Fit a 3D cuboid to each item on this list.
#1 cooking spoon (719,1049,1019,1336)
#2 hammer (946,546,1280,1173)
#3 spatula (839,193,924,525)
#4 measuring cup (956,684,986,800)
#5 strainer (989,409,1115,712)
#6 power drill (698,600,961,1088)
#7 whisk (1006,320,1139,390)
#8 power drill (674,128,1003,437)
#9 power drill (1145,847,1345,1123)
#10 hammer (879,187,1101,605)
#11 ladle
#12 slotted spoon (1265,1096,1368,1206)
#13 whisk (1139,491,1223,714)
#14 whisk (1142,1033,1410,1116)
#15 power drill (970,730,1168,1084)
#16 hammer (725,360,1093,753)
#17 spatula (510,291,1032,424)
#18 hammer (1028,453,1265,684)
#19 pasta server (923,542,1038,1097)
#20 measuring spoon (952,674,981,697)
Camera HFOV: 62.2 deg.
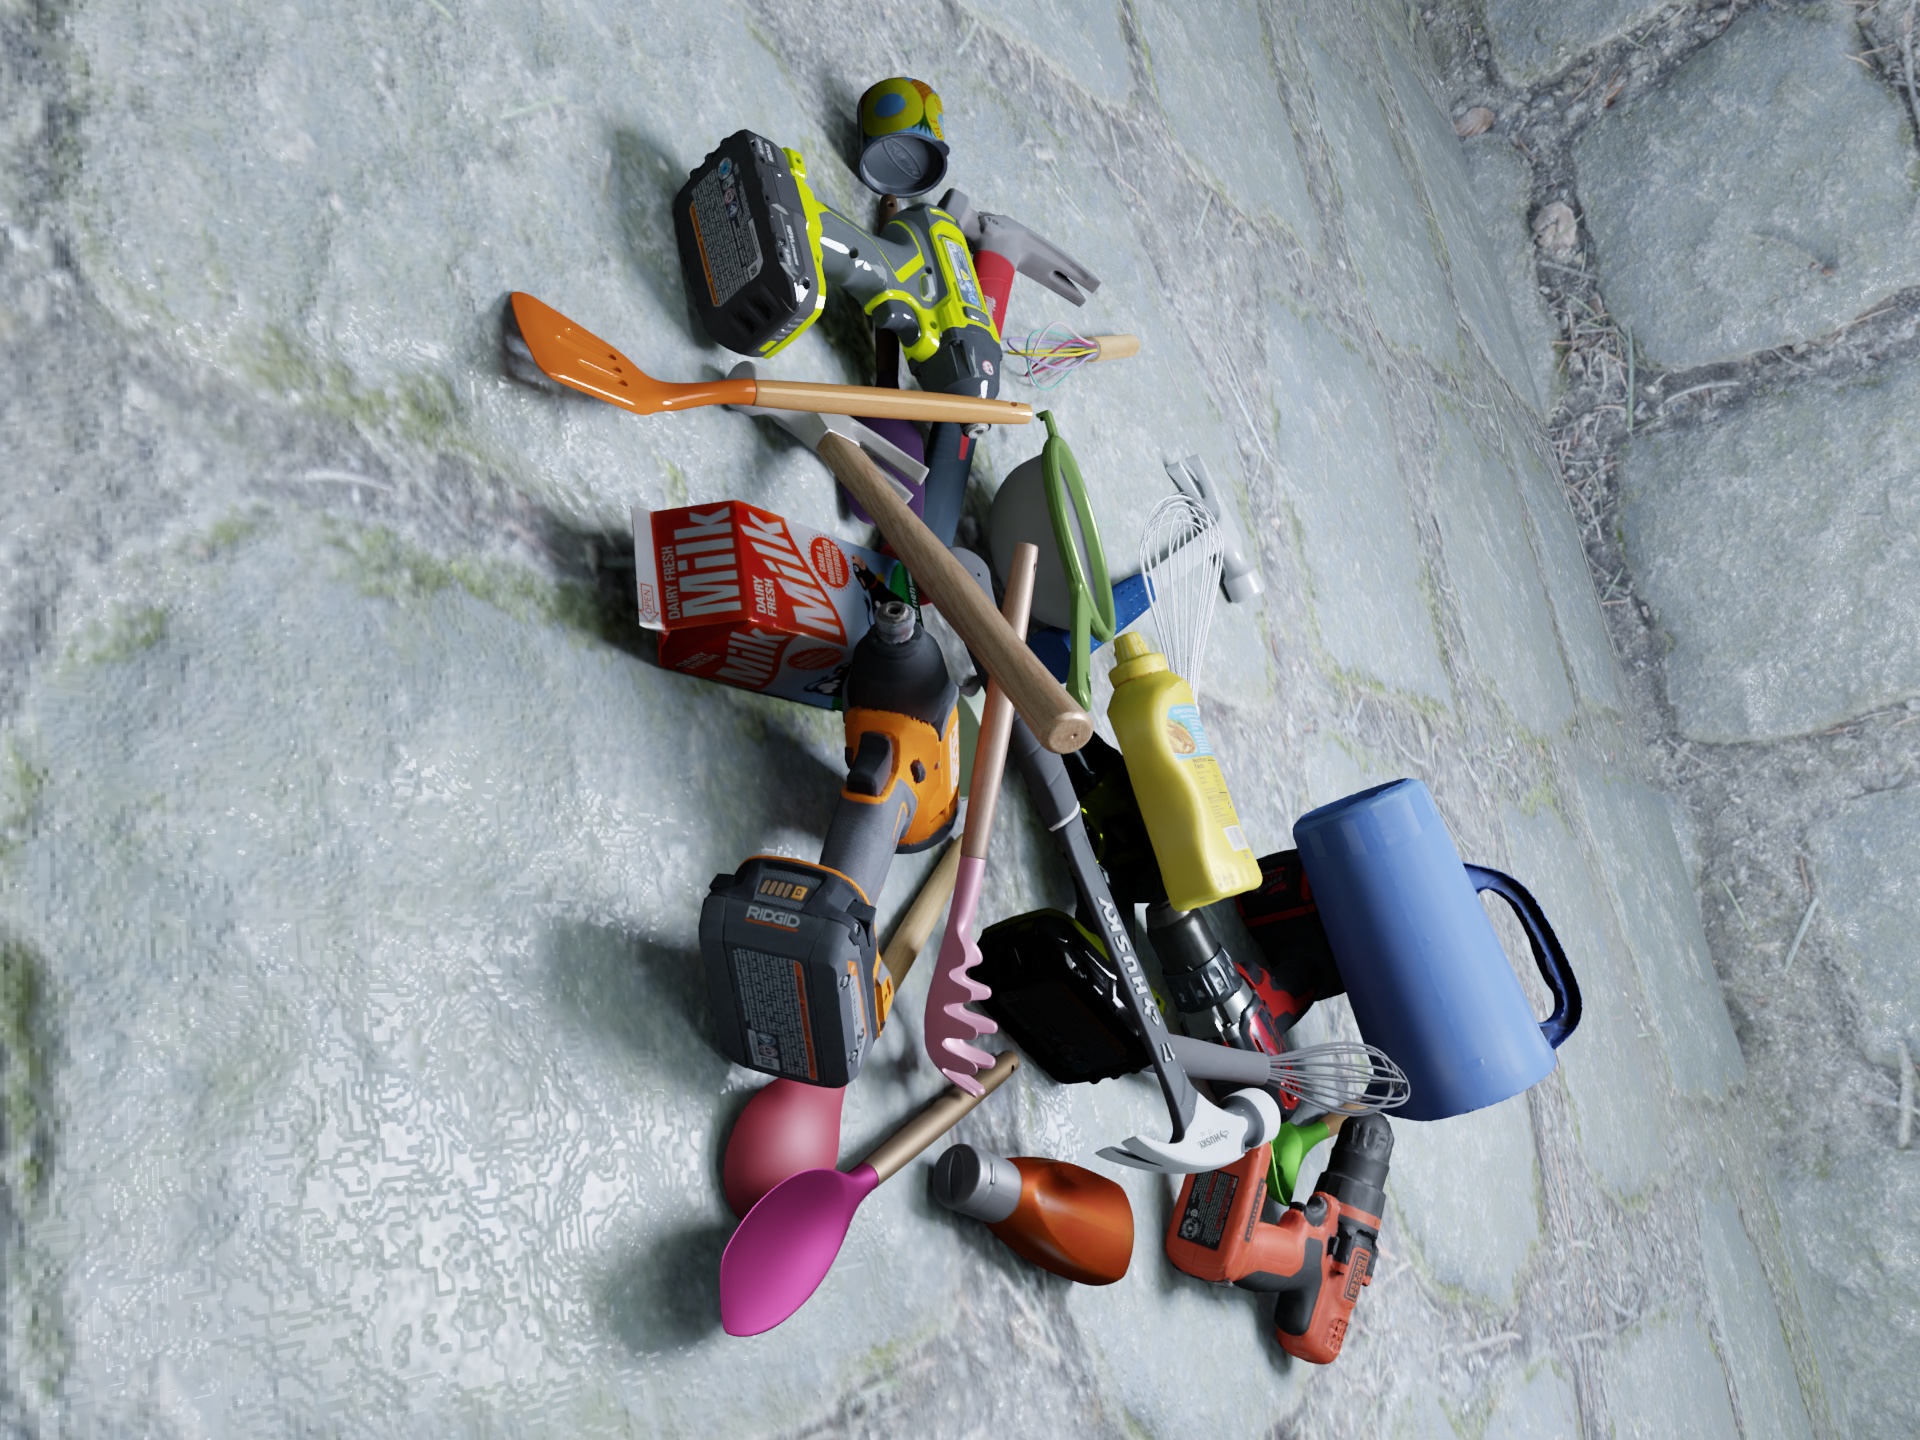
[{"bbox_3d":[-0.038,0.231,0.839,0.319,0.017,0.068,-17,109,-63],"label":"cooking spoon"},{"bbox_3d":[0.066,0.076,0.960,0.149,0.036,0.409,-1,64,-52],"label":"hammer"},{"bbox_3d":[-0.053,-0.259,1.110,0.059,0.018,0.316,8,57,-13],"label":"spatula"},{"bbox_3d":[-0.002,-0.003,1.031,0.083,0.038,0.168,60,34,-14],"label":"measuring cup"},{"bbox_3d":[0.057,-0.087,1.094,0.257,0.069,0.151,-86,158,-49],"label":"strainer"},{"bbox_3d":[-0.056,0.054,0.826,0.227,0.084,0.164,-67,162,-44],"label":"power drill"},{"bbox_3d":[0.106,-0.314,1.356,0.245,0.047,0.051,-28,95,-60],"label":"whisk"},{"bbox_3d":[-0.065,-0.277,1.031,0.223,0.080,0.171,6,61,-48],"label":"power drill"},{"bbox_3d":[0.225,0.179,1.223,0.227,0.080,0.188,-40,105,-52],"label":"power drill"},{"bbox_3d":[0.016,-0.230,1.153,0.143,0.038,0.387,25,52,-19],"label":"hammer"},{"bbox_3d":[-0.047,0.156,0.892,0.069,0.031,0.315,63,31,-21],"label":"ladle"},{"bbox_3d":[0.301,0.329,1.288,0.313,0.031,0.070,2,77,-57],"label":"slotted spoon"},{"bbox_3d":[0.174,-0.036,1.243,0.070,0.070,0.284,-5,94,-56],"label":"whisk"},{"bbox_3d":[0.208,0.240,1.110,0.239,0.055,0.055,12,58,-17],"label":"whisk"},{"bbox_3d":[0.077,0.103,1.052,0.190,0.080,0.229,49,35,-28],"label":"power drill"},{"bbox_3d":[-0.021,-0.096,0.916,0.130,0.031,0.332,17,28,-47],"label":"hammer"},{"bbox_3d":[-0.095,-0.194,0.914,0.322,0.041,0.081,-2,45,-29],"label":"spatula"},{"bbox_3d":[0.155,-0.118,1.321,0.405,0.035,0.144,-36,102,-56],"label":"hammer"},{"bbox_3d":[0.019,0.053,0.912,0.060,0.040,0.316,35,65,-76],"label":"pasta server"},{"bbox_3d":[-0.005,-0.019,1.054,0.124,0.018,0.034,4,69,-53],"label":"measuring spoon"}]
